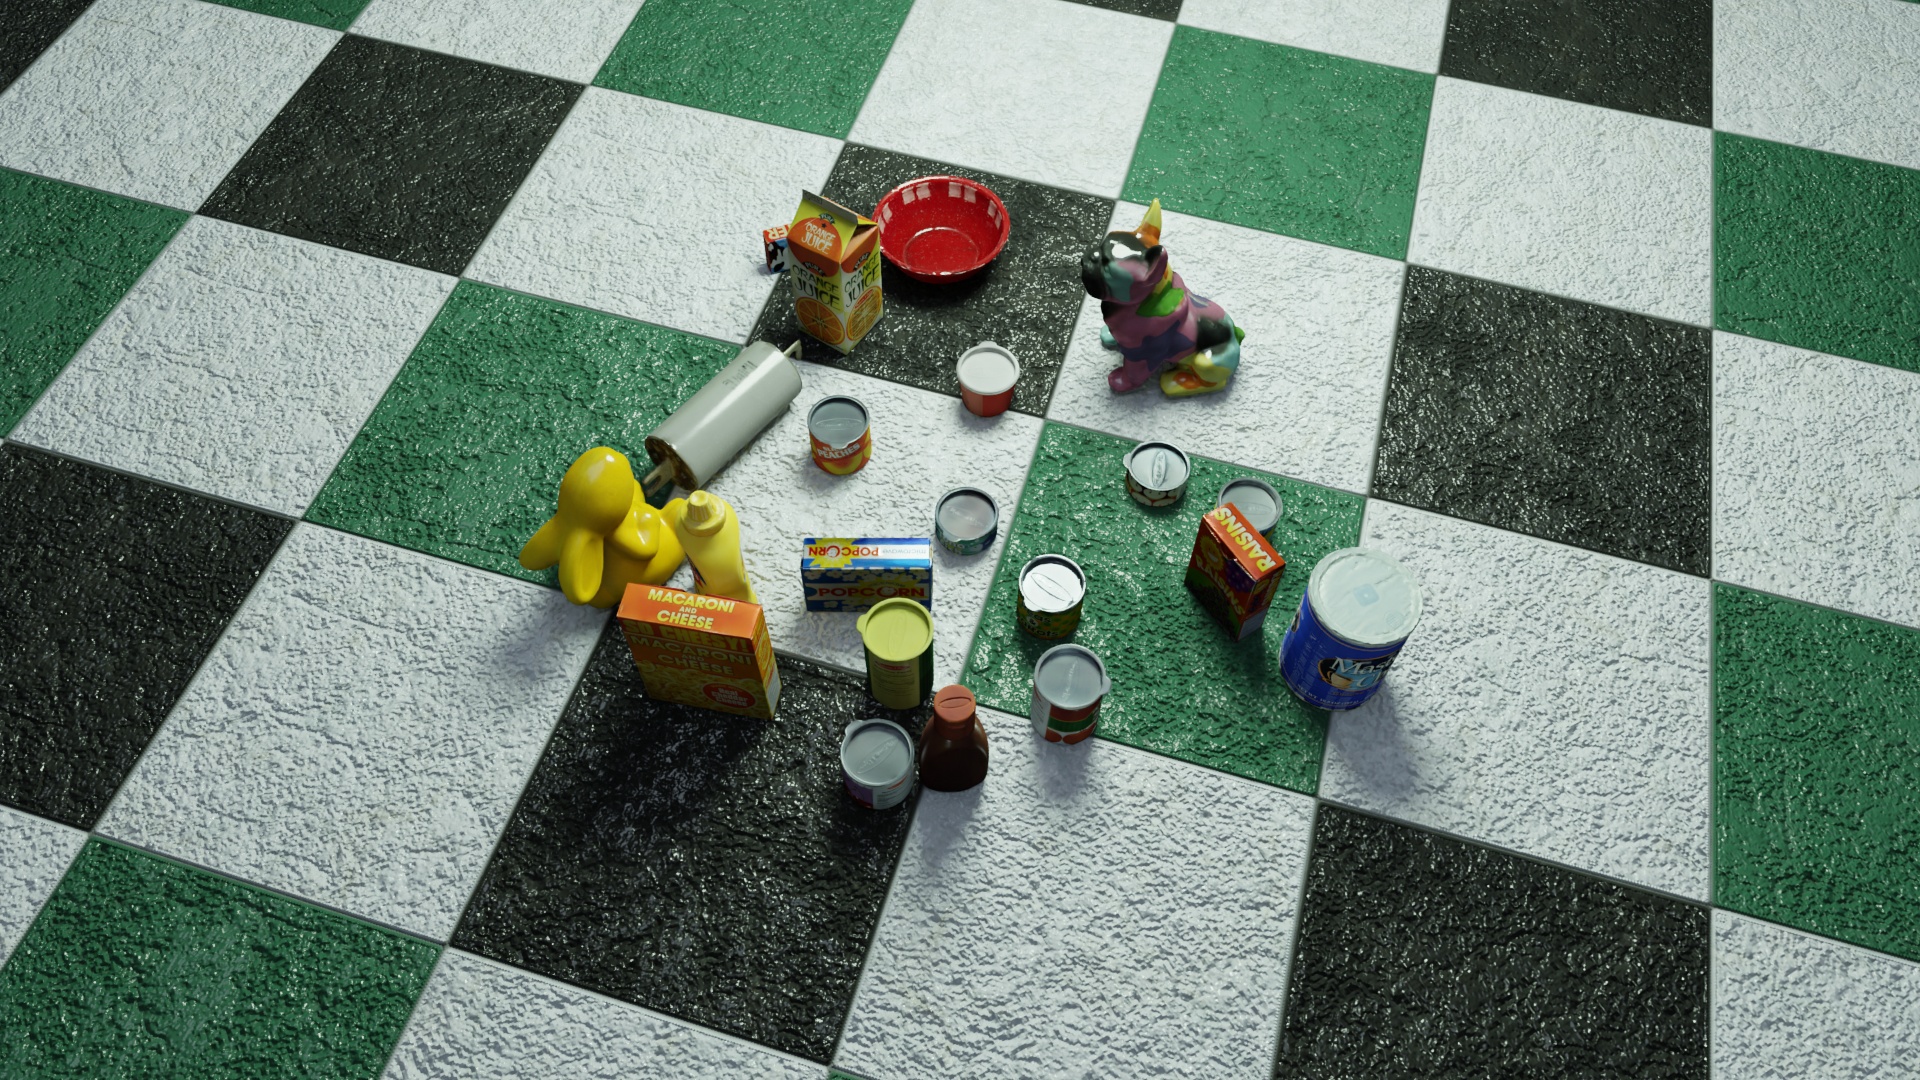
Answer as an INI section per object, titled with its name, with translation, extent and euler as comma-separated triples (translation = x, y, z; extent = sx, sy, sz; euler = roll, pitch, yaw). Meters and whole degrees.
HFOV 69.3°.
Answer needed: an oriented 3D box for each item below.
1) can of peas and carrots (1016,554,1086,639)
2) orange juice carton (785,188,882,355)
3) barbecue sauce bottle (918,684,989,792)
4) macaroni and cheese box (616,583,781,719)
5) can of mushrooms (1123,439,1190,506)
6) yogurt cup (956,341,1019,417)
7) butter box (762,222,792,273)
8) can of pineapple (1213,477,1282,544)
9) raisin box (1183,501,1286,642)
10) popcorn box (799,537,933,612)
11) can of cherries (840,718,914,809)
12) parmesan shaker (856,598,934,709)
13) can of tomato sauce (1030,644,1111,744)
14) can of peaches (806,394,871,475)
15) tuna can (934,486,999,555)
[can of peas and carrots]
translation = 0.088, 0.058, 1.370
extent = 0.071, 0.058, 0.071
euler = 0, 58, -1
[orange juice carton]
translation = -0.136, -0.300, 1.516
extent = 0.072, 0.191, 0.073
euler = 30, 62, 17
[barbecue sauce bottle]
translation = -0.006, 0.177, 1.239
extent = 0.065, 0.147, 0.044
euler = -7, 58, -5
[macaroni and cheese box]
translation = -0.236, 0.103, 1.272
extent = 0.124, 0.165, 0.040
euler = 9, 58, 5
[can of mushrooms]
translation = 0.206, -0.072, 1.470
extent = 0.071, 0.033, 0.071
euler = 0, 57, -1
[yogurt cup]
translation = 0.029, -0.172, 1.519
extent = 0.072, 0.053, 0.073
euler = 0, 58, -1
[butter box]
translation = -0.179, -0.351, 1.630
extent = 0.104, 0.053, 0.024
euler = -18, 60, -12
[can of pineapple]
translation = 0.291, -0.021, 1.424
extent = 0.071, 0.057, 0.071
euler = 0, 58, -1
[raisin box]
translation = 0.264, 0.032, 1.352
extent = 0.040, 0.122, 0.086
euler = -27, 62, -17
[popcorn box]
translation = -0.090, 0.034, 1.366
extent = 0.127, 0.084, 0.038
euler = 0, 58, -1
[can of cherries]
translation = -0.077, 0.204, 1.274
extent = 0.071, 0.058, 0.072
euler = 0, 58, -1
[parmesan shaker]
translation = -0.060, 0.107, 1.310
extent = 0.071, 0.102, 0.071
euler = 0, 58, -1
[can of tomato sauce]
translation = 0.102, 0.146, 1.300
extent = 0.071, 0.082, 0.071
euler = 0, 58, -1
[can of peaches]
translation = -0.128, -0.109, 1.474
extent = 0.071, 0.057, 0.071
euler = 0, 58, -1
[tuna can]
translation = 0.005, -0.018, 1.432
extent = 0.071, 0.032, 0.071
euler = 0, 57, -1
